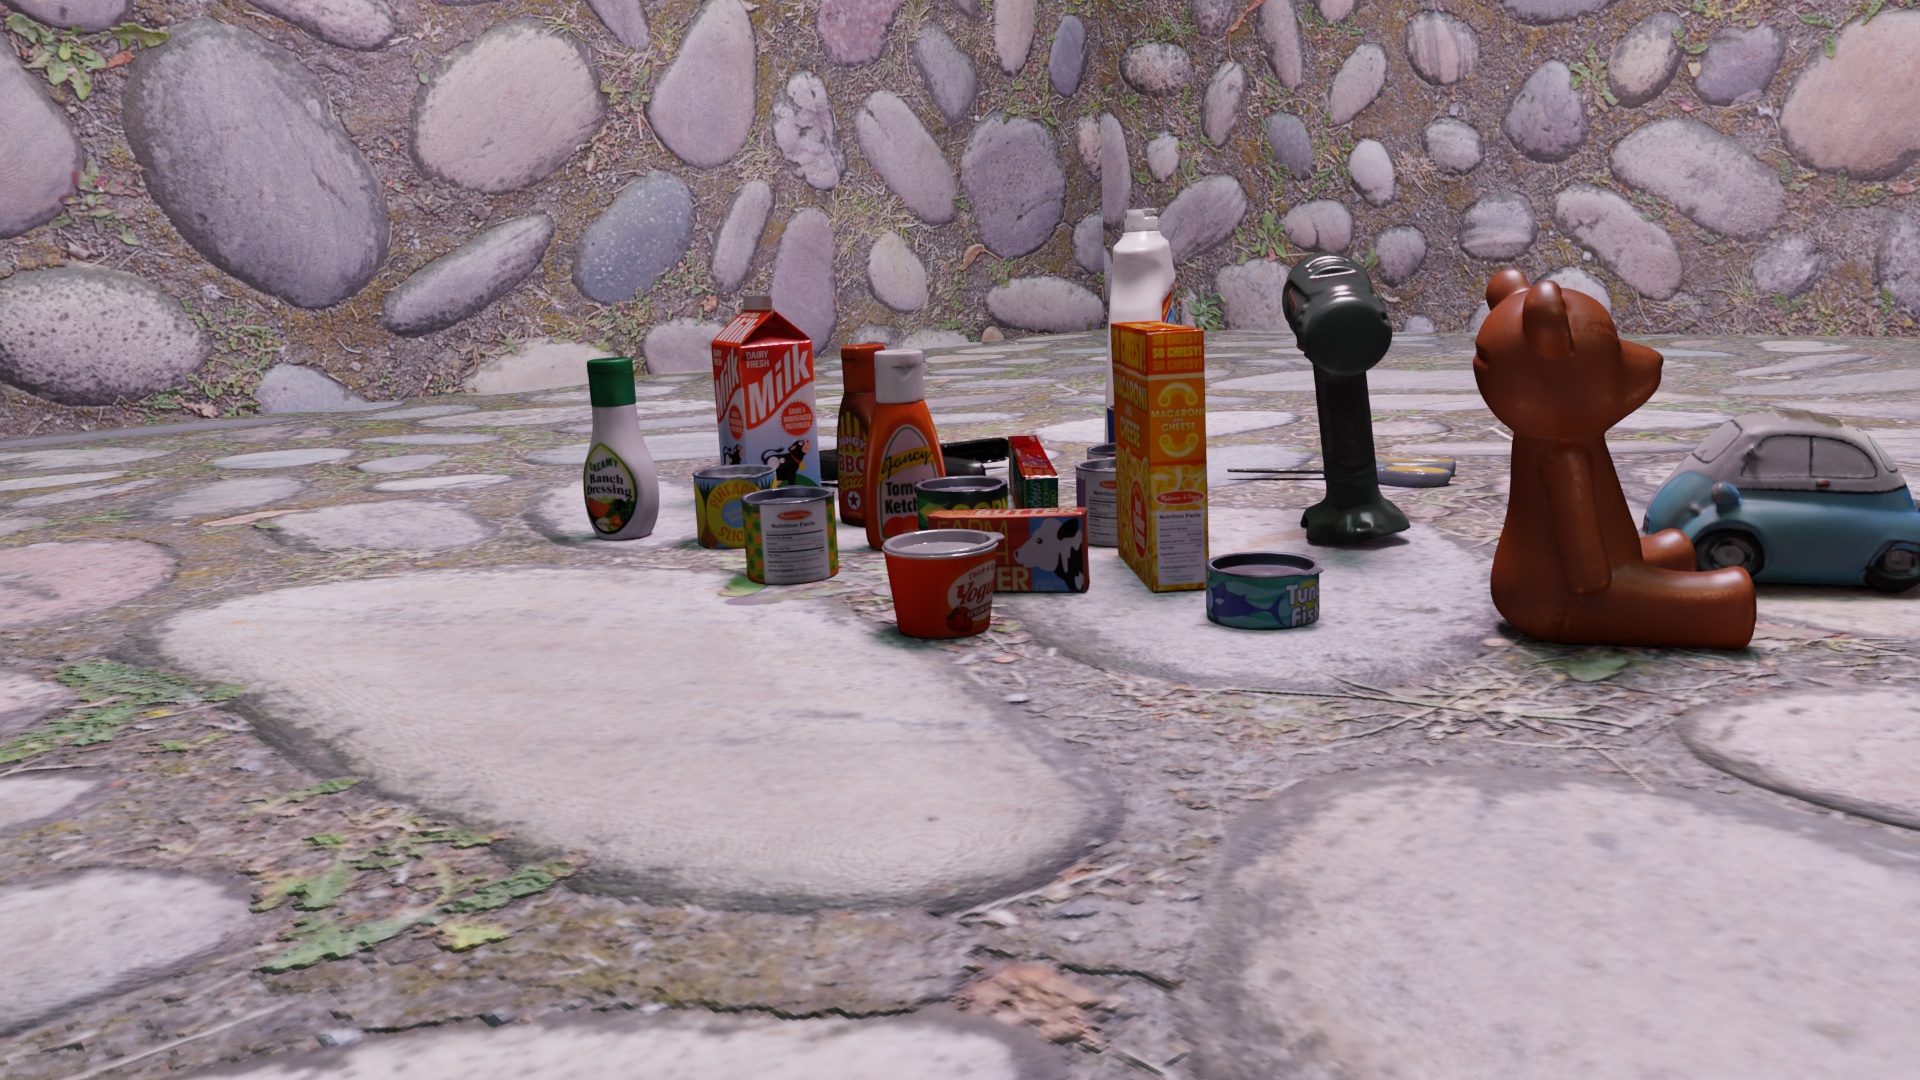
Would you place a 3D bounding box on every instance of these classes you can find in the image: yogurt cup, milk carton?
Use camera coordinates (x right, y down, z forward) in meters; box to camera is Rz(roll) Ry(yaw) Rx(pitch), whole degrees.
[{"bbox_3d":[-0.011,0.025,0.817,0.072,0.053,0.072,-3,11,1],"label":"yogurt cup"},{"bbox_3d":[-0.179,-0.128,1.270,0.074,0.190,0.072,-9,13,-29],"label":"milk carton"}]

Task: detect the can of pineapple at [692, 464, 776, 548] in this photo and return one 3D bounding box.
[{"bbox_3d":[-0.178,-0.027,1.105,0.071,0.057,0.071,-3,11,1],"label":"can of pineapple"}]

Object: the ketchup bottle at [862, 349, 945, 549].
[{"bbox_3d":[-0.044,-0.069,1.053,0.065,0.148,0.043,-5,11,-14],"label":"ketchup bottle"}]

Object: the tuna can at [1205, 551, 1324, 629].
[{"bbox_3d":[0.178,0.029,0.810,0.071,0.032,0.071,-3,11,1],"label":"tuna can"}]

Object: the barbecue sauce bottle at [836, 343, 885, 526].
[{"bbox_3d":[-0.076,-0.088,1.151,0.065,0.148,0.044,8,15,44],"label":"barbecue sauce bottle"}]

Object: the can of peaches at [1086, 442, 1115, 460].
[{"bbox_3d":[0.139,-0.048,1.131,0.071,0.058,0.071,-3,11,1],"label":"can of peaches"}]

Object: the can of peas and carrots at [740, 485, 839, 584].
[{"bbox_3d":[-0.120,-0.005,0.979,0.071,0.058,0.071,-3,11,1],"label":"can of peas and carrots"}]

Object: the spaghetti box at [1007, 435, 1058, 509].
[{"bbox_3d":[0.060,-0.050,1.179,0.029,0.050,0.250,-3,11,0],"label":"spaghetti box"}]

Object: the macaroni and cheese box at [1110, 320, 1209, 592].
[{"bbox_3d":[0.132,-0.061,0.926,0.040,0.166,0.124,-4,11,-4],"label":"macaroni and cheese box"}]

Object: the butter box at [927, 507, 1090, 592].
[{"bbox_3d":[0.031,0.006,0.904,0.103,0.053,0.024,0,11,11],"label":"butter box"}]

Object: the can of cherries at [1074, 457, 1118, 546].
[{"bbox_3d":[0.121,-0.030,1.049,0.071,0.058,0.071,-3,11,1],"label":"can of cherries"}]

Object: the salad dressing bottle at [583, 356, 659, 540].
[{"bbox_3d":[-0.283,-0.076,1.144,0.064,0.147,0.044,2,12,24],"label":"salad dressing bottle"}]

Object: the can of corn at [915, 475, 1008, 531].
[{"bbox_3d":[0.004,-0.012,0.989,0.071,0.058,0.071,-3,11,1],"label":"can of corn"}]

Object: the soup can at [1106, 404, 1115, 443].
[{"bbox_3d":[0.160,-0.076,1.200,0.071,0.083,0.071,-3,11,1],"label":"soup can"}]
